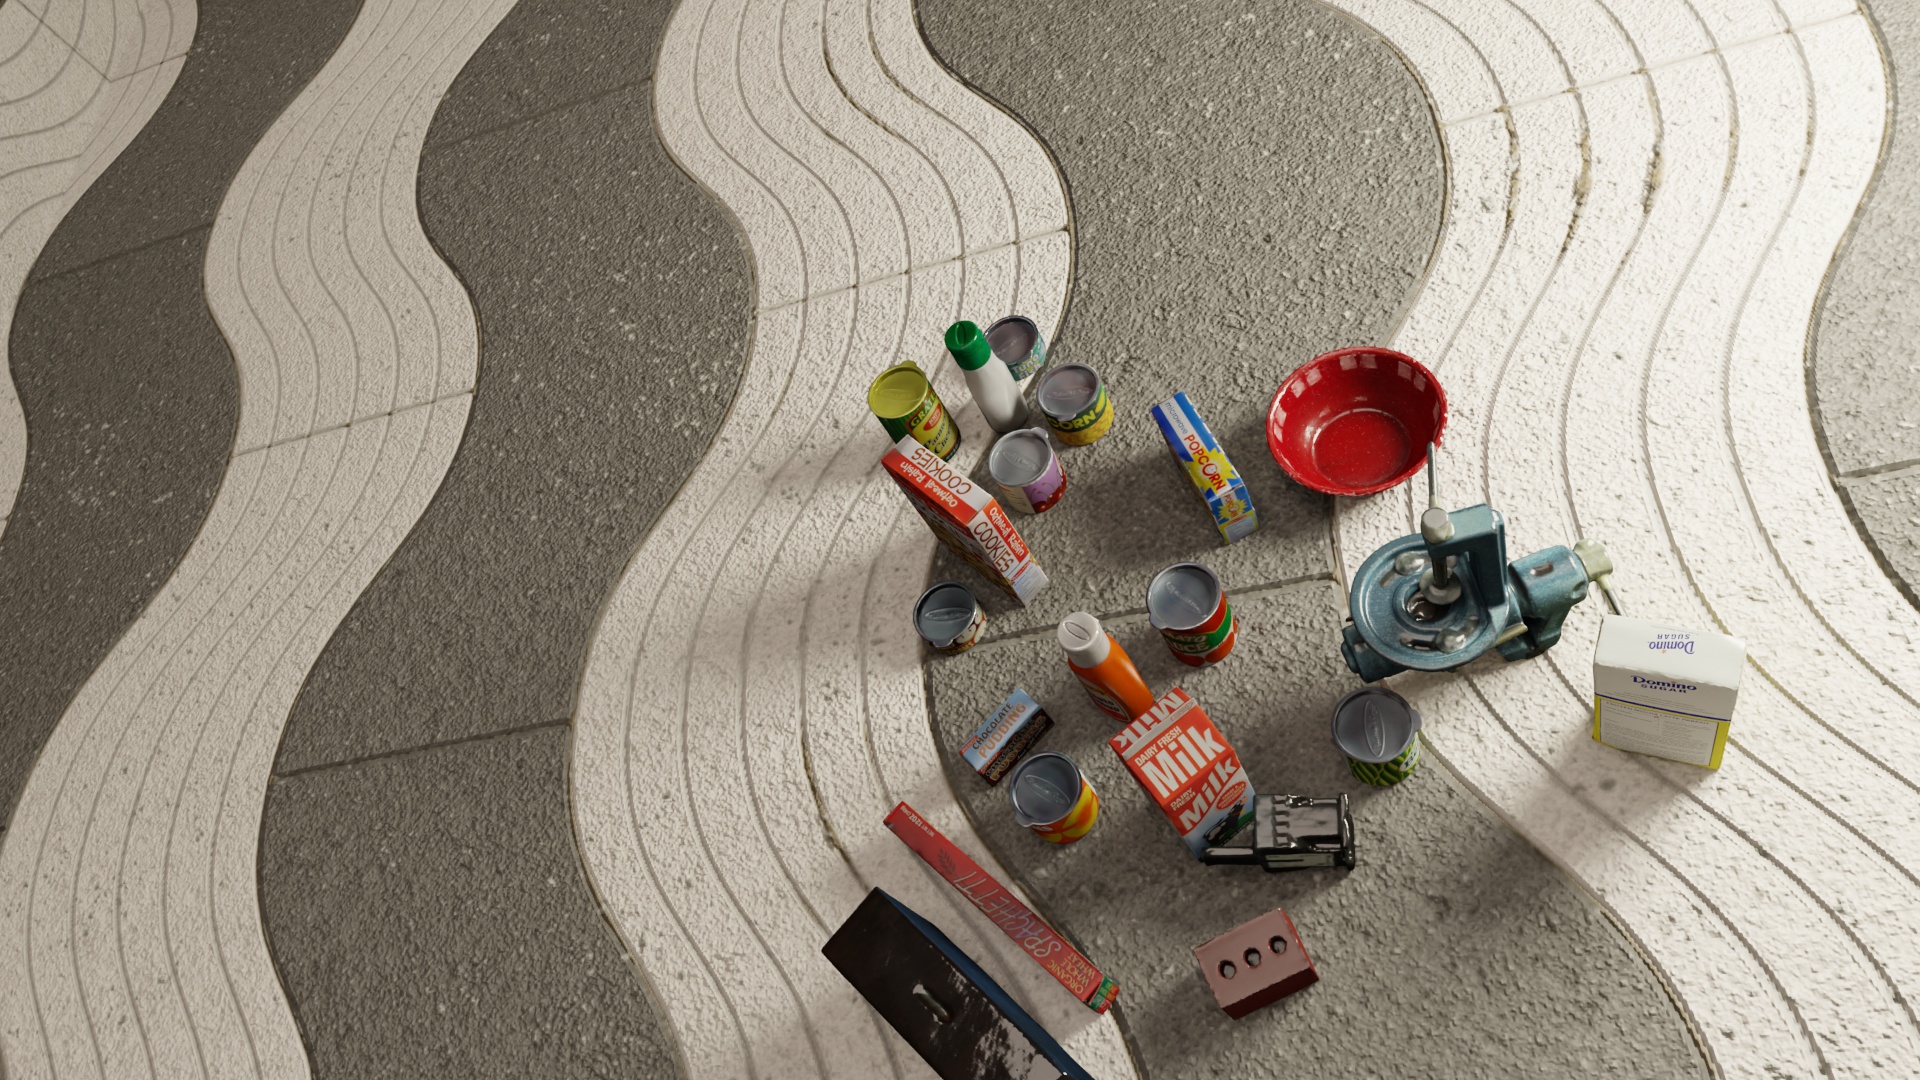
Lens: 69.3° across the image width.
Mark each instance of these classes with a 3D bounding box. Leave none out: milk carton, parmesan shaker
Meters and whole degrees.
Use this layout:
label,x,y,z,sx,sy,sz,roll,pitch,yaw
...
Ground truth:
label,x,y,z,sx,sy,sz,roll,pitch,yaw
milk carton,0.179,0.183,1.111,0.072,0.190,0.074,-39,54,-2
parmesan shaker,-0.045,-0.129,1.445,0.071,0.102,0.071,-11,58,17

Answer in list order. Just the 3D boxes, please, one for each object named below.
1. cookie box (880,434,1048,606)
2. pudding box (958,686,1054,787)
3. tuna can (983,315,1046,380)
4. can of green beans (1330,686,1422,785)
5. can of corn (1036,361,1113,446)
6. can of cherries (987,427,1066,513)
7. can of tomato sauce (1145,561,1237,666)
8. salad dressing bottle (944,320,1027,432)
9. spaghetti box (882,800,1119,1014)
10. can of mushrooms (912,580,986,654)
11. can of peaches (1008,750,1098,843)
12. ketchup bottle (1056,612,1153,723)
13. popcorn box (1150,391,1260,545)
label,x,y,z,sx,sy,sz,roll,pitch,yaw
cookie box,0.005,-0.017,1.317,0.040,0.167,0.123,-47,55,-8
pudding box,0.042,0.178,1.259,0.084,0.049,0.030,-45,55,-7
tuna can,0.058,-0.204,1.489,0.071,0.032,0.071,-10,58,17
can of green beans,0.341,0.161,1.137,0.071,0.057,0.071,-10,58,17
can of corn,0.116,-0.135,1.408,0.071,0.058,0.071,-10,58,17
can of cherries,0.070,-0.070,1.388,0.071,0.058,0.072,-10,58,17
can of tomato sauce,0.206,0.068,1.234,0.071,0.083,0.071,-11,58,17
salad dressing bottle,0.026,-0.167,1.409,0.044,0.147,0.064,-14,57,15
spaghetti box,0.032,0.310,1.184,0.250,0.050,0.029,34,79,34
can of mushrooms,-0.010,0.078,1.350,0.071,0.033,0.071,-10,58,17
can of peaches,0.080,0.226,1.209,0.071,0.058,0.071,-10,58,17
ketchup bottle,0.122,0.108,1.205,0.065,0.148,0.043,30,77,34
popcorn box,0.230,-0.069,1.304,0.038,0.085,0.127,-29,54,5
